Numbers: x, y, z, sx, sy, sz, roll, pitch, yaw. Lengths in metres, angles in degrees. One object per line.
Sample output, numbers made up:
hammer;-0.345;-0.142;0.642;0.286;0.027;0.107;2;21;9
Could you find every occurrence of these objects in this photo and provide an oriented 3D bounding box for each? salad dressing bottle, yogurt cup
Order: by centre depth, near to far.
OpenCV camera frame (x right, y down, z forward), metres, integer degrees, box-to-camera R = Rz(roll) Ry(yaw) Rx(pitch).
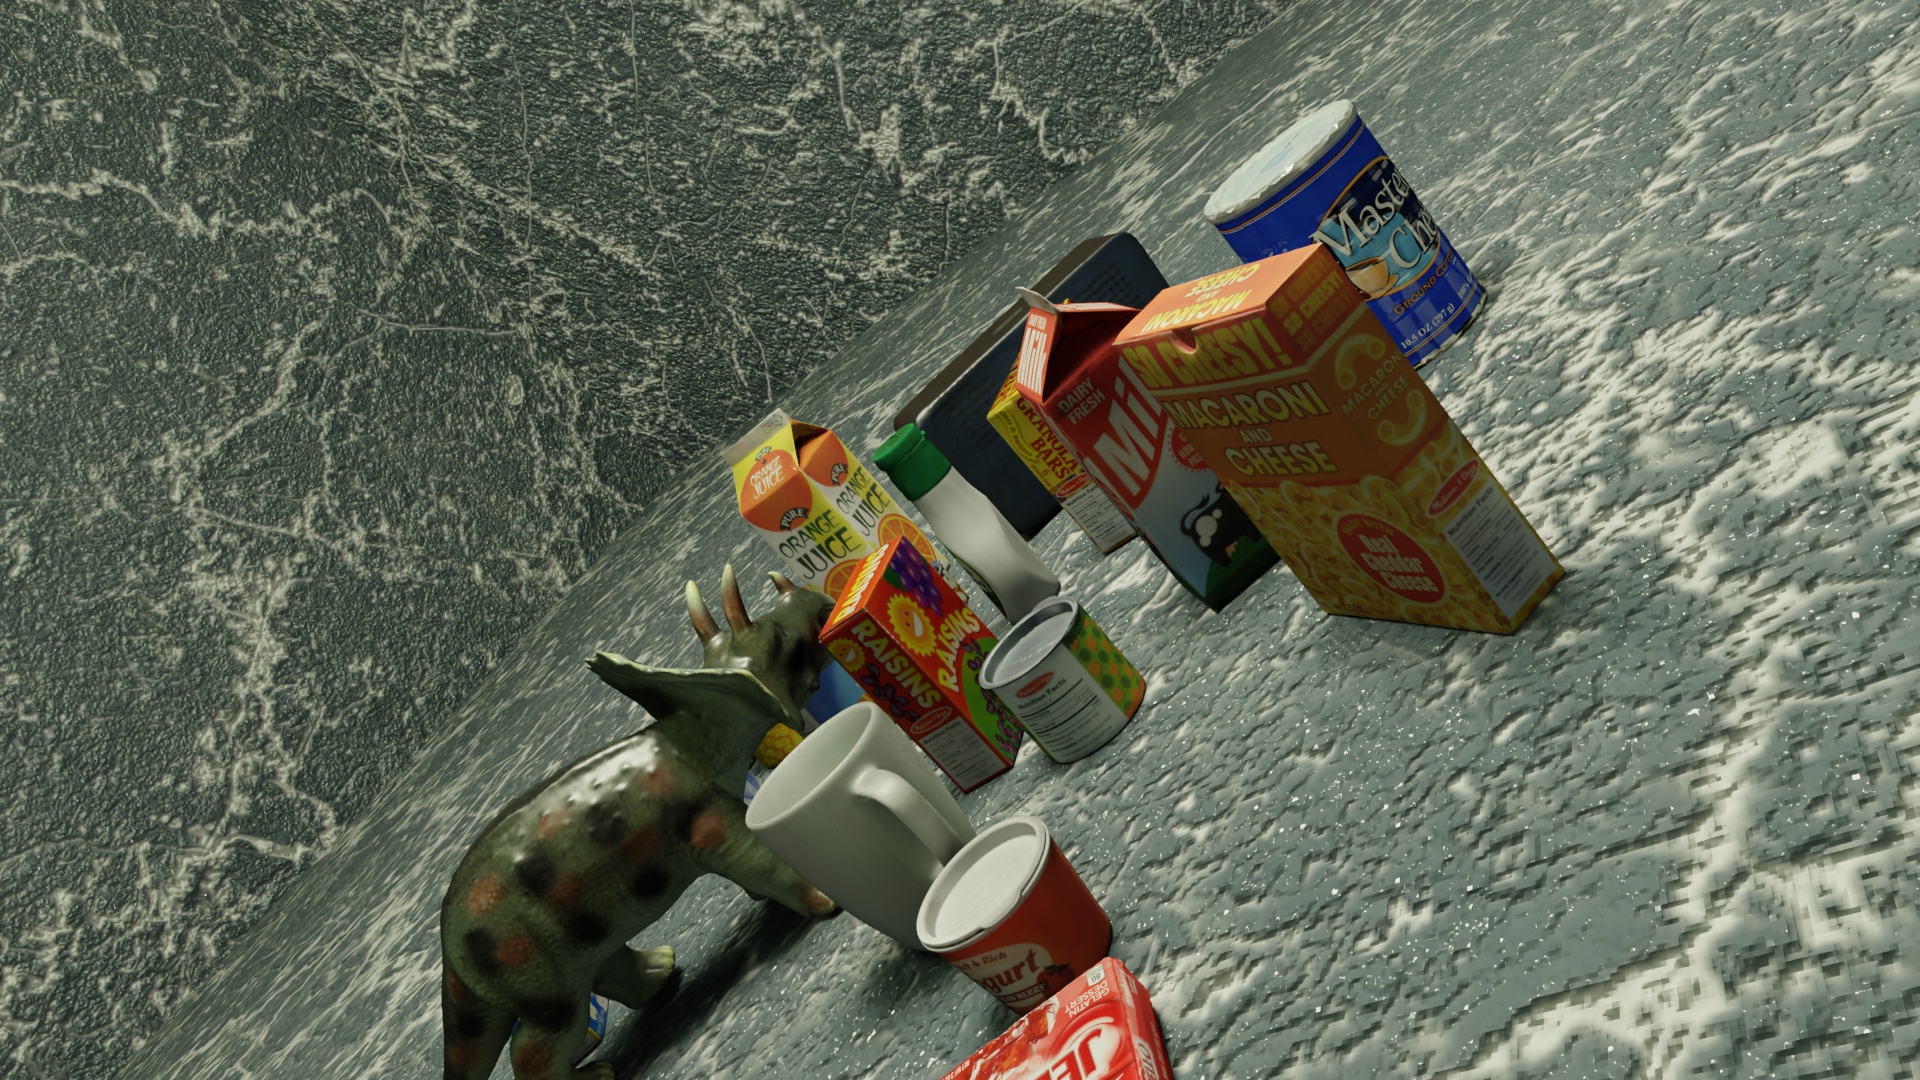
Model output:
yogurt cup;0.024;0.155;0.565;0.072;0.054;0.072;-38;15;12
salad dressing bottle;0.003;-0.011;0.913;0.044;0.147;0.064;-41;14;4

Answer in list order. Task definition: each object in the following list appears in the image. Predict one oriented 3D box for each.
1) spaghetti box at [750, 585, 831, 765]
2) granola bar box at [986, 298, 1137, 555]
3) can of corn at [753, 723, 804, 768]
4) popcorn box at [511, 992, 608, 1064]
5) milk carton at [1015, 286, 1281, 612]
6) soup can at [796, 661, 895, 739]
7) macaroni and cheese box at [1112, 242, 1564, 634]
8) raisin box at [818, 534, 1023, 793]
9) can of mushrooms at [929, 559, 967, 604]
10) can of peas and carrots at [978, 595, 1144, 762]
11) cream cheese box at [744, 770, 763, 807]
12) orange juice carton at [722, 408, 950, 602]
spaghetti box;-0.168;0.129;1.135;0.028;0.050;0.251;-31;18;35
granola bar box;0.087;-0.083;0.953;0.039;0.124;0.166;-34;16;28
can of corn;-0.145;0.132;1.054;0.071;0.058;0.071;-38;15;12
popcorn box;-0.269;0.276;0.899;0.038;0.085;0.127;-42;14;-1
milk carton;0.095;-0.060;0.734;0.073;0.190;0.072;-41;14;2
soup can;-0.089;0.102;0.946;0.071;0.083;0.071;-38;15;12
macaroni and cheese box;0.150;-0.037;0.574;0.040;0.166;0.123;-45;15;-14
raisin box;-0.016;0.068;0.781;0.040;0.123;0.086;-34;16;28
can of mushrooms;-0.028;0.049;1.043;0.071;0.033;0.071;-38;15;12
can of peas and carrots;0.053;0.071;0.723;0.071;0.058;0.071;-38;15;12
cream cheese box;-0.183;0.188;0.996;0.103;0.053;0.024;-29;19;39
orange juice carton;-0.103;-0.016;1.106;0.071;0.192;0.073;-33;16;30
